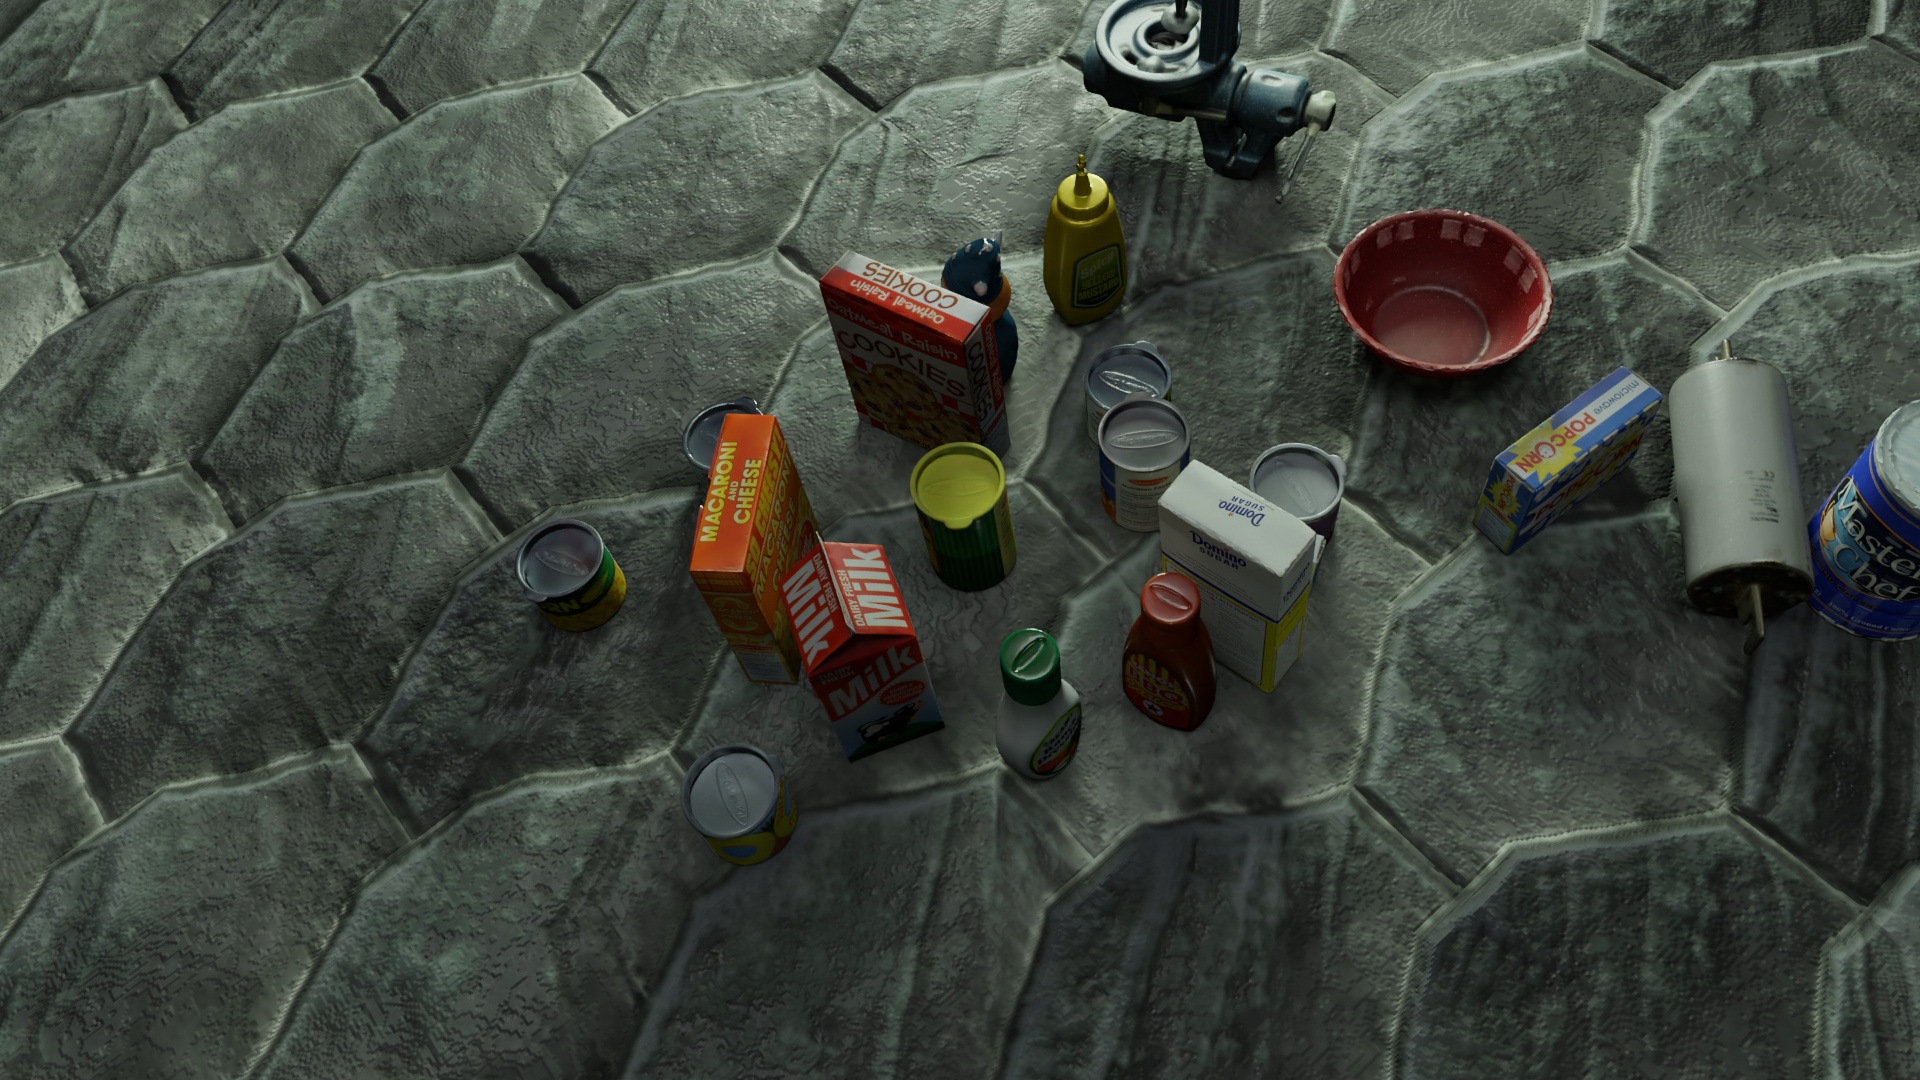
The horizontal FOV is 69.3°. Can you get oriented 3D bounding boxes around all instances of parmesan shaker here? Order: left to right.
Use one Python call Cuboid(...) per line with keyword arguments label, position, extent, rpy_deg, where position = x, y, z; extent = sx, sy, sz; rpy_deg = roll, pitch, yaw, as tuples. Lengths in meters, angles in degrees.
Cuboid(label="parmesan shaker", position=(0.004, -0.012, 0.996), extent=(0.071, 0.102, 0.071), rpy_deg=(-3, 59, 6))

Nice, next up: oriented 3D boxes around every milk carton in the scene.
Cuboid(label="milk carton", position=(-0.065, 0.069, 0.904), extent=(0.073, 0.189, 0.072), rpy_deg=(-20, 59, -5))

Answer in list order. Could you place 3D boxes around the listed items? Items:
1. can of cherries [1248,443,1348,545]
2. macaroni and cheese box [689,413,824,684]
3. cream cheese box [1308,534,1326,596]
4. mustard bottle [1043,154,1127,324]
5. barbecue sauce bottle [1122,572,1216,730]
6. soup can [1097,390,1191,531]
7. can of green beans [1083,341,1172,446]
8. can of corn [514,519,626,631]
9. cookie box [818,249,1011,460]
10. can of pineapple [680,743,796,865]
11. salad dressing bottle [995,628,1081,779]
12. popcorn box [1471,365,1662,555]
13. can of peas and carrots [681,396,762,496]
Cuboid(label="can of cherries", position=(0.242, -0.027, 1.000), extent=(0.071, 0.058, 0.072), rpy_deg=(-3, 59, 6))
Cuboid(label="macaroni and cheese box", position=(-0.138, 0.009, 0.964), extent=(0.040, 0.165, 0.124), rpy_deg=(2, 59, 9))
Cuboid(label="cream cheese box", position=(0.204, 0.005, 0.988), extent=(0.104, 0.053, 0.024), rpy_deg=(17, 63, 17))
Cuboid(label="mustard bottle", position=(0.096, -0.237, 1.087), extent=(0.065, 0.159, 0.049), rpy_deg=(-26, 59, -8))
Cuboid(label="barbecue sauce bottle", position=(0.136, 0.071, 0.901), extent=(0.065, 0.148, 0.044), rpy_deg=(30, 67, 22))
Cuboid(label="soup can", position=(0.135, -0.057, 1.017), extent=(0.071, 0.083, 0.071), rpy_deg=(-3, 59, 6))
Cuboid(label="can of green beans", position=(0.128, -0.107, 1.063), extent=(0.071, 0.057, 0.071), rpy_deg=(-3, 59, 6))
Cuboid(label="can of corn", position=(-0.291, 0.029, 1.035), extent=(0.071, 0.058, 0.071), rpy_deg=(-3, 59, 6))
Cuboid(label="cookie box", position=(-0.031, -0.128, 1.033), extent=(0.123, 0.166, 0.040), rpy_deg=(25, 66, 21))
Cuboid(label="can of pineapple", position=(-0.145, 0.176, 0.927), extent=(0.071, 0.057, 0.071), rpy_deg=(-3, 59, 6))
Cuboid(label="salad dressing bottle", position=(0.049, 0.105, 0.892), extent=(0.044, 0.147, 0.064), rpy_deg=(37, 70, 25))
Cuboid(label="popcorn box", position=(0.426, -0.056, 0.978), extent=(0.127, 0.085, 0.038), rpy_deg=(-34, 61, -13))
Cuboid(label="can of peas and carrots", position=(-0.175, -0.067, 1.078), extent=(0.071, 0.058, 0.071), rpy_deg=(-3, 59, 6))
